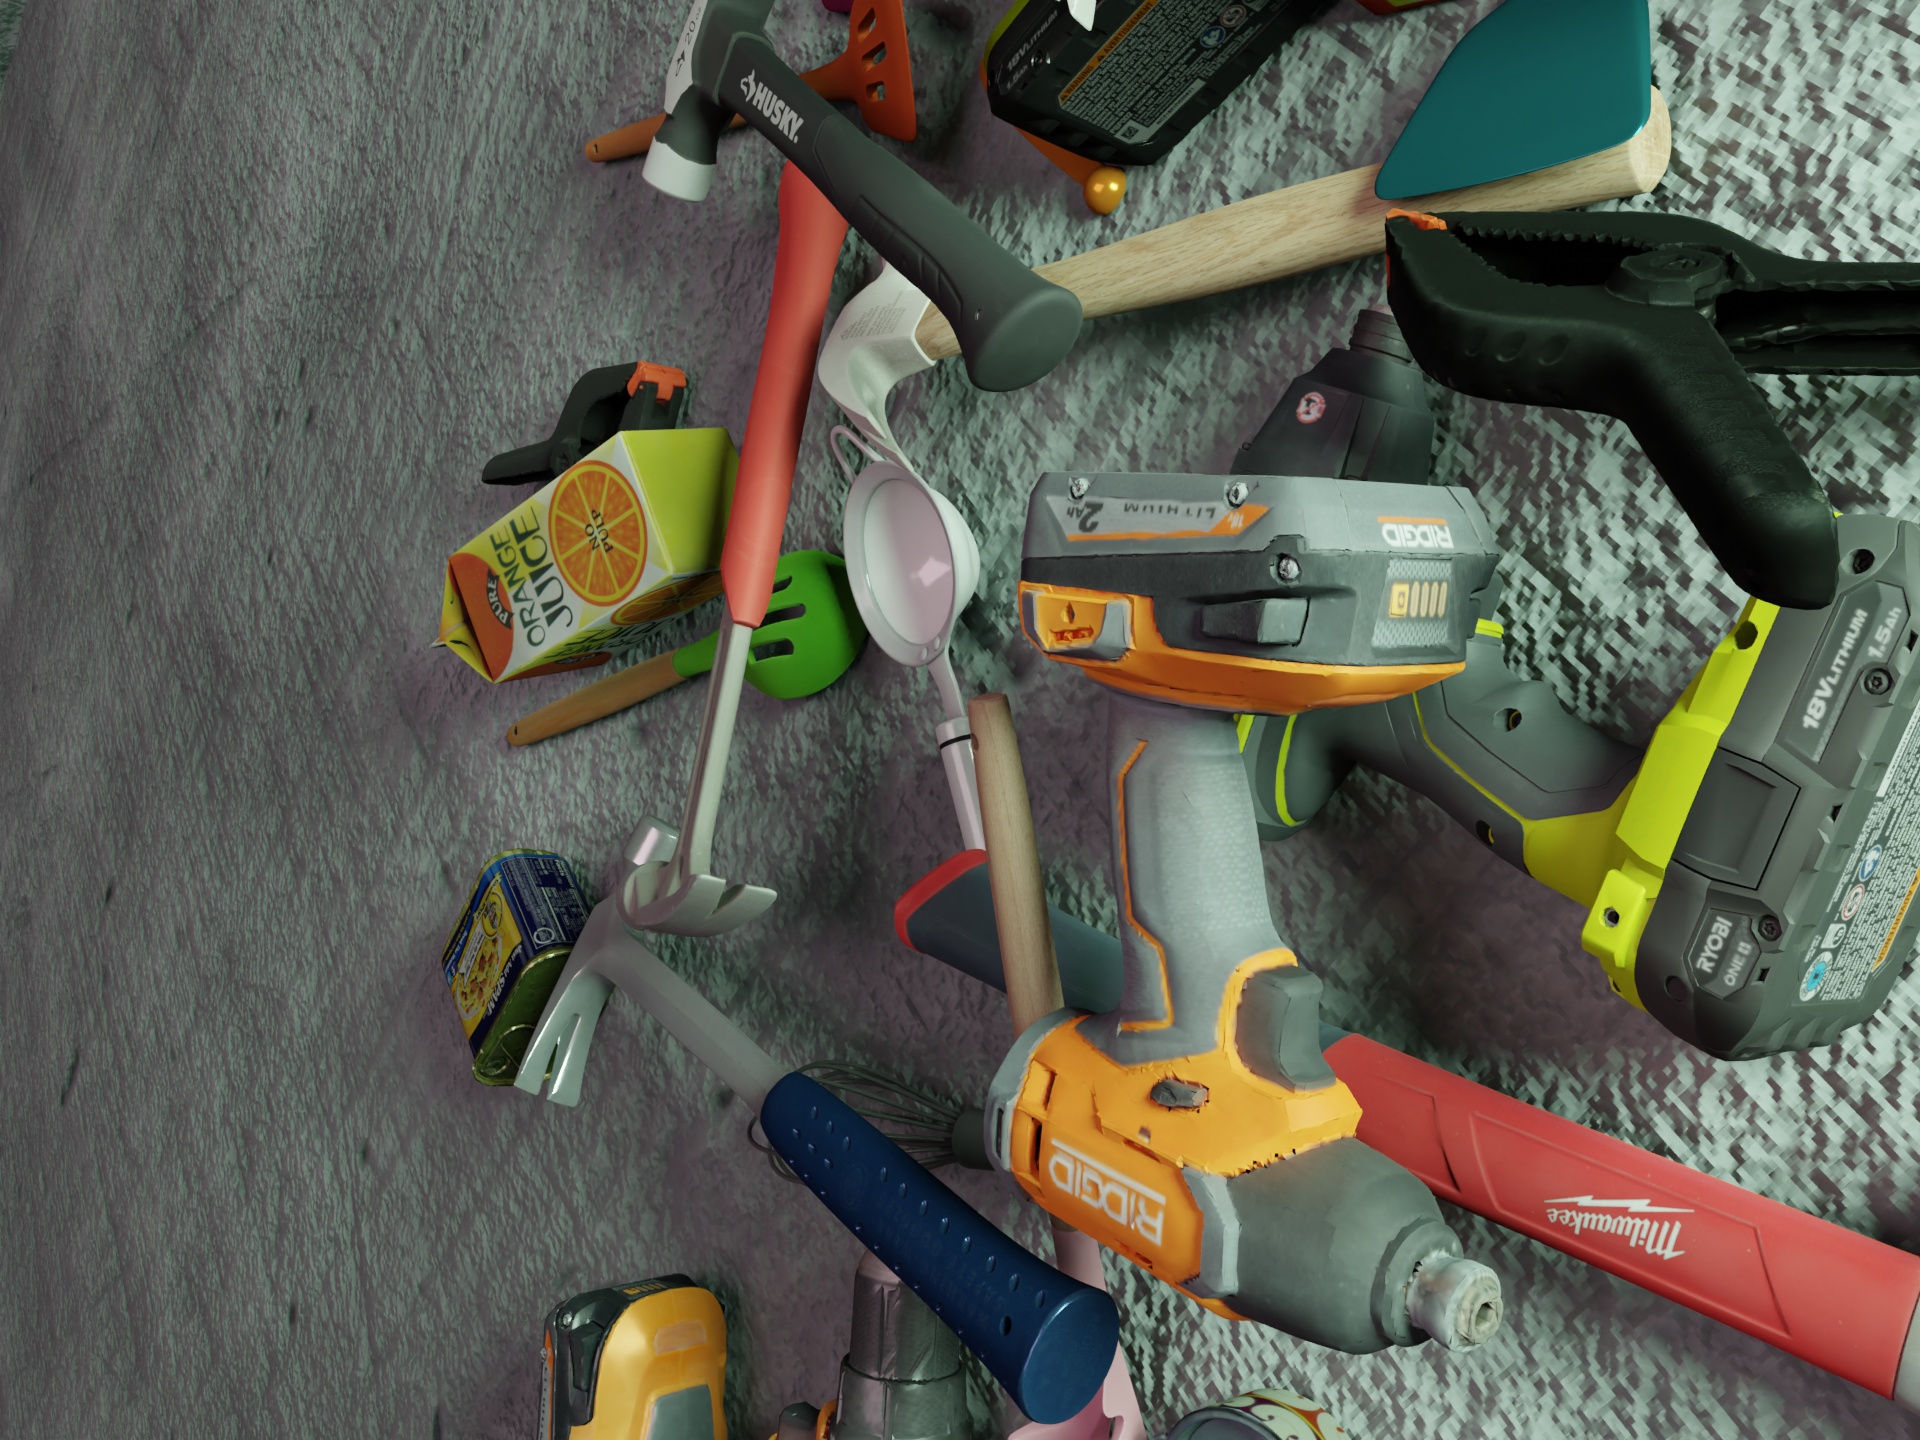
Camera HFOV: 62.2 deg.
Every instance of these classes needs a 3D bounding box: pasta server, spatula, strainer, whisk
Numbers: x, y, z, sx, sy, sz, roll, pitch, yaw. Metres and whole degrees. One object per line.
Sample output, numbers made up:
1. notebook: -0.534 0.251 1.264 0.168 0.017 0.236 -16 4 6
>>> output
1. pasta server: 0.027 0.146 0.533 0.060 0.040 0.316 16 118 62
2. spatula: -0.113 -0.309 0.797 0.323 0.041 0.081 10 113 48
3. spatula: 0.182 -0.312 0.485 0.082 0.044 0.317 1 85 44
4. strainer: -0.001 -0.002 0.645 0.087 0.050 0.258 -34 66 57
5. whisk: 0.003 0.163 0.616 0.239 0.055 0.055 -7 80 42

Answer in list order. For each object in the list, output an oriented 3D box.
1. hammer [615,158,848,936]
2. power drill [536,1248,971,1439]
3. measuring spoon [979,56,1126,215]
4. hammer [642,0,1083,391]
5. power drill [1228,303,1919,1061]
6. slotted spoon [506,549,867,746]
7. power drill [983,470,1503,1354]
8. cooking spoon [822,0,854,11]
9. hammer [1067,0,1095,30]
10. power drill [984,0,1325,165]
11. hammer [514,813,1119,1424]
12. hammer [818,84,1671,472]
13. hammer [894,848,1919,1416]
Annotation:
1. hammer: -0.086 -0.087 0.685 0.149 0.036 0.359 156 126 -64
2. power drill: -0.084 0.294 0.669 0.226 0.084 0.185 -1 84 42
3. measuring spoon: 0.034 -0.245 0.656 0.021 0.011 0.117 -53 51 29
4. hammer: -0.044 -0.226 0.631 0.335 0.035 0.146 53 126 43
5. power drill: 0.159 -0.020 0.453 0.223 0.080 0.171 31 108 47
6. slotted spoon: -0.157 -0.021 0.820 0.314 0.031 0.070 -17 72 46
7. power drill: 0.080 0.049 0.428 0.164 0.084 0.226 13 103 53
8. cooking spoon: -0.018 -0.492 0.735 0.069 0.017 0.319 23 103 45
9. hammer: 0.204 -0.242 0.384 0.411 0.038 0.146 16 97 31
10. power drill: 0.042 -0.333 0.614 0.190 0.080 0.229 -36 58 41
11. hammer: -0.077 0.153 0.633 0.406 0.035 0.144 21 81 56
12. hammer: 0.075 -0.161 0.565 0.331 0.031 0.130 -2 54 41
13. hammer: 0.120 0.130 0.484 0.387 0.038 0.143 17 99 42
